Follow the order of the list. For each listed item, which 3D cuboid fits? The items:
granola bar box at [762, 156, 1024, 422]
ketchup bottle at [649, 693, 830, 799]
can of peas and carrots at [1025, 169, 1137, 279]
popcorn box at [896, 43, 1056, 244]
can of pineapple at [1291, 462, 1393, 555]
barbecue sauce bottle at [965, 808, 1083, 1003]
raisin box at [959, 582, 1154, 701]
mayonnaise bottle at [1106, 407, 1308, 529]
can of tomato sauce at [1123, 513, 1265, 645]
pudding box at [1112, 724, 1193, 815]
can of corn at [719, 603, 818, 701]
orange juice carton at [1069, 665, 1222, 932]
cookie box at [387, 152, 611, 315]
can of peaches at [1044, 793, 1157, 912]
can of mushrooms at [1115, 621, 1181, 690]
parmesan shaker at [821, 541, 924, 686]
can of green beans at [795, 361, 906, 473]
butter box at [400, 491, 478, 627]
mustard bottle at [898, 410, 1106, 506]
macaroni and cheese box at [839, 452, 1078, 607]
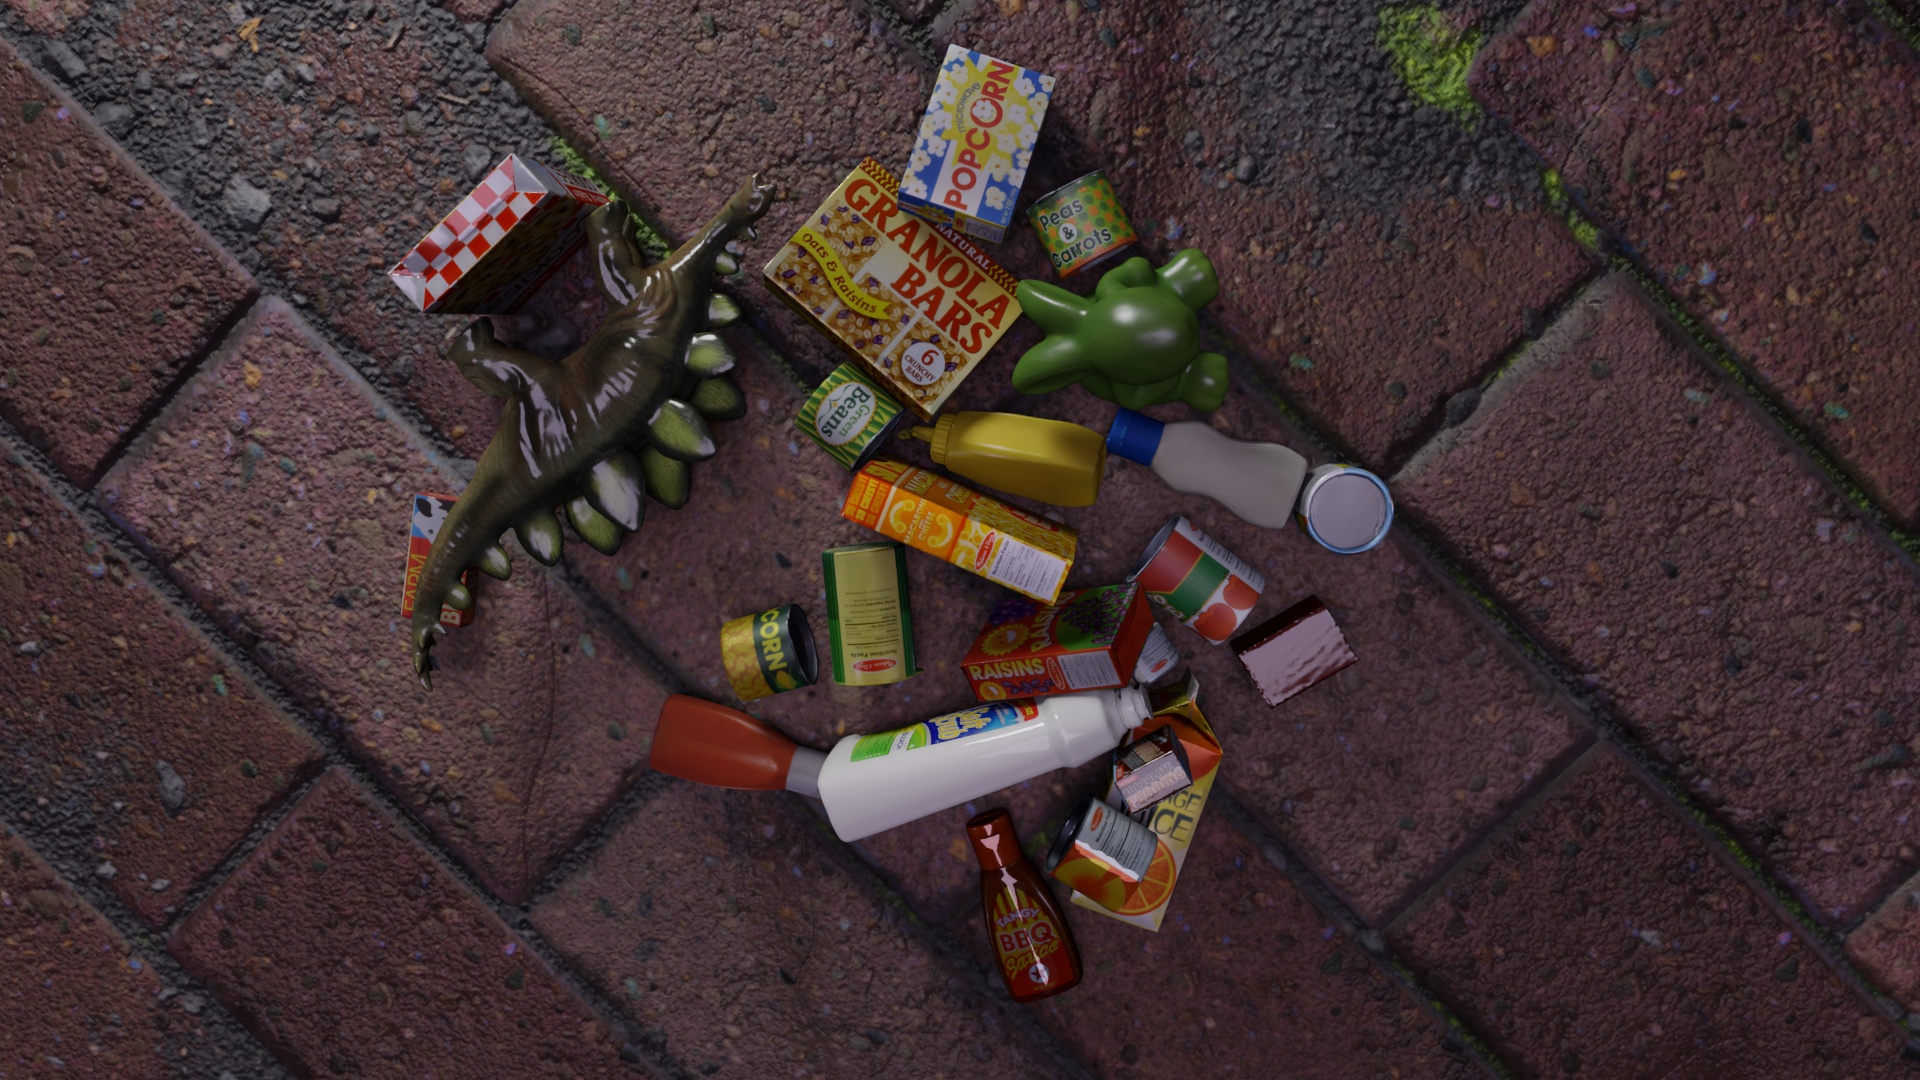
[{"bbox_3d":[-0.047,-0.189,1.050,0.165,0.039,0.124,40,81,0],"label":"granola bar box"},{"bbox_3d":[-0.170,0.171,1.112,0.149,0.043,0.064,15,98,3],"label":"ketchup bottle"},{"bbox_3d":[0.090,-0.234,1.033,0.071,0.071,0.058,-27,94,7],"label":"can of peas and carrots"},{"bbox_3d":[0.012,-0.293,1.029,0.085,0.038,0.127,18,79,-1],"label":"popcorn box"},{"bbox_3d":[0.289,-0.023,1.045,0.071,0.058,0.071,0,96,4],"label":"can of pineapple"},{"bbox_3d":[0.046,0.289,1.107,0.065,0.044,0.148,-19,94,8],"label":"barbecue sauce bottle"},{"bbox_3d":[0.073,0.076,1.038,0.123,0.086,0.040,-9,118,30],"label":"raisin box"},{"bbox_3d":[0.185,-0.060,1.060,0.148,0.041,0.064,21,96,3],"label":"mayonnaise bottle"},{"bbox_3d":[0.178,0.031,1.057,0.083,0.071,0.071,36,98,-1],"label":"can of tomato sauce"},{"bbox_3d":[0.136,0.163,0.992,0.049,0.084,0.030,-30,91,8],"label":"pudding box"},{"bbox_3d":[-0.150,0.087,1.087,0.058,0.071,0.071,-15,95,7],"label":"can of corn"},{"bbox_3d":[0.148,0.192,1.074,0.073,0.072,0.192,19,98,2],"label":"orange juice carton"},{"bbox_3d":[-0.330,-0.221,1.020,0.123,0.168,0.040,-41,95,8],"label":"cookie box"},{"bbox_3d":[0.102,0.229,1.012,0.058,0.071,0.071,31,98,0],"label":"can of peaches"},{"bbox_3d":[0.131,0.093,1.068,0.071,0.071,0.033,-33,93,8],"label":"can of mushrooms"},{"bbox_3d":[-0.068,0.055,1.080,0.071,0.071,0.103,-4,95,5],"label":"parmesan shaker"},{"bbox_3d":[-0.085,-0.095,1.064,0.058,0.071,0.071,40,98,0],"label":"can of green beans"},{"bbox_3d":[-0.418,0.015,1.125,0.053,0.024,0.103,10,97,4],"label":"butter box"},{"bbox_3d":[0.030,-0.069,1.060,0.160,0.065,0.049,14,57,10],"label":"mustard bottle"},{"bbox_3d":[0.004,-0.013,1.036,0.166,0.124,0.040,23,102,2],"label":"macaroni and cheese box"}]
